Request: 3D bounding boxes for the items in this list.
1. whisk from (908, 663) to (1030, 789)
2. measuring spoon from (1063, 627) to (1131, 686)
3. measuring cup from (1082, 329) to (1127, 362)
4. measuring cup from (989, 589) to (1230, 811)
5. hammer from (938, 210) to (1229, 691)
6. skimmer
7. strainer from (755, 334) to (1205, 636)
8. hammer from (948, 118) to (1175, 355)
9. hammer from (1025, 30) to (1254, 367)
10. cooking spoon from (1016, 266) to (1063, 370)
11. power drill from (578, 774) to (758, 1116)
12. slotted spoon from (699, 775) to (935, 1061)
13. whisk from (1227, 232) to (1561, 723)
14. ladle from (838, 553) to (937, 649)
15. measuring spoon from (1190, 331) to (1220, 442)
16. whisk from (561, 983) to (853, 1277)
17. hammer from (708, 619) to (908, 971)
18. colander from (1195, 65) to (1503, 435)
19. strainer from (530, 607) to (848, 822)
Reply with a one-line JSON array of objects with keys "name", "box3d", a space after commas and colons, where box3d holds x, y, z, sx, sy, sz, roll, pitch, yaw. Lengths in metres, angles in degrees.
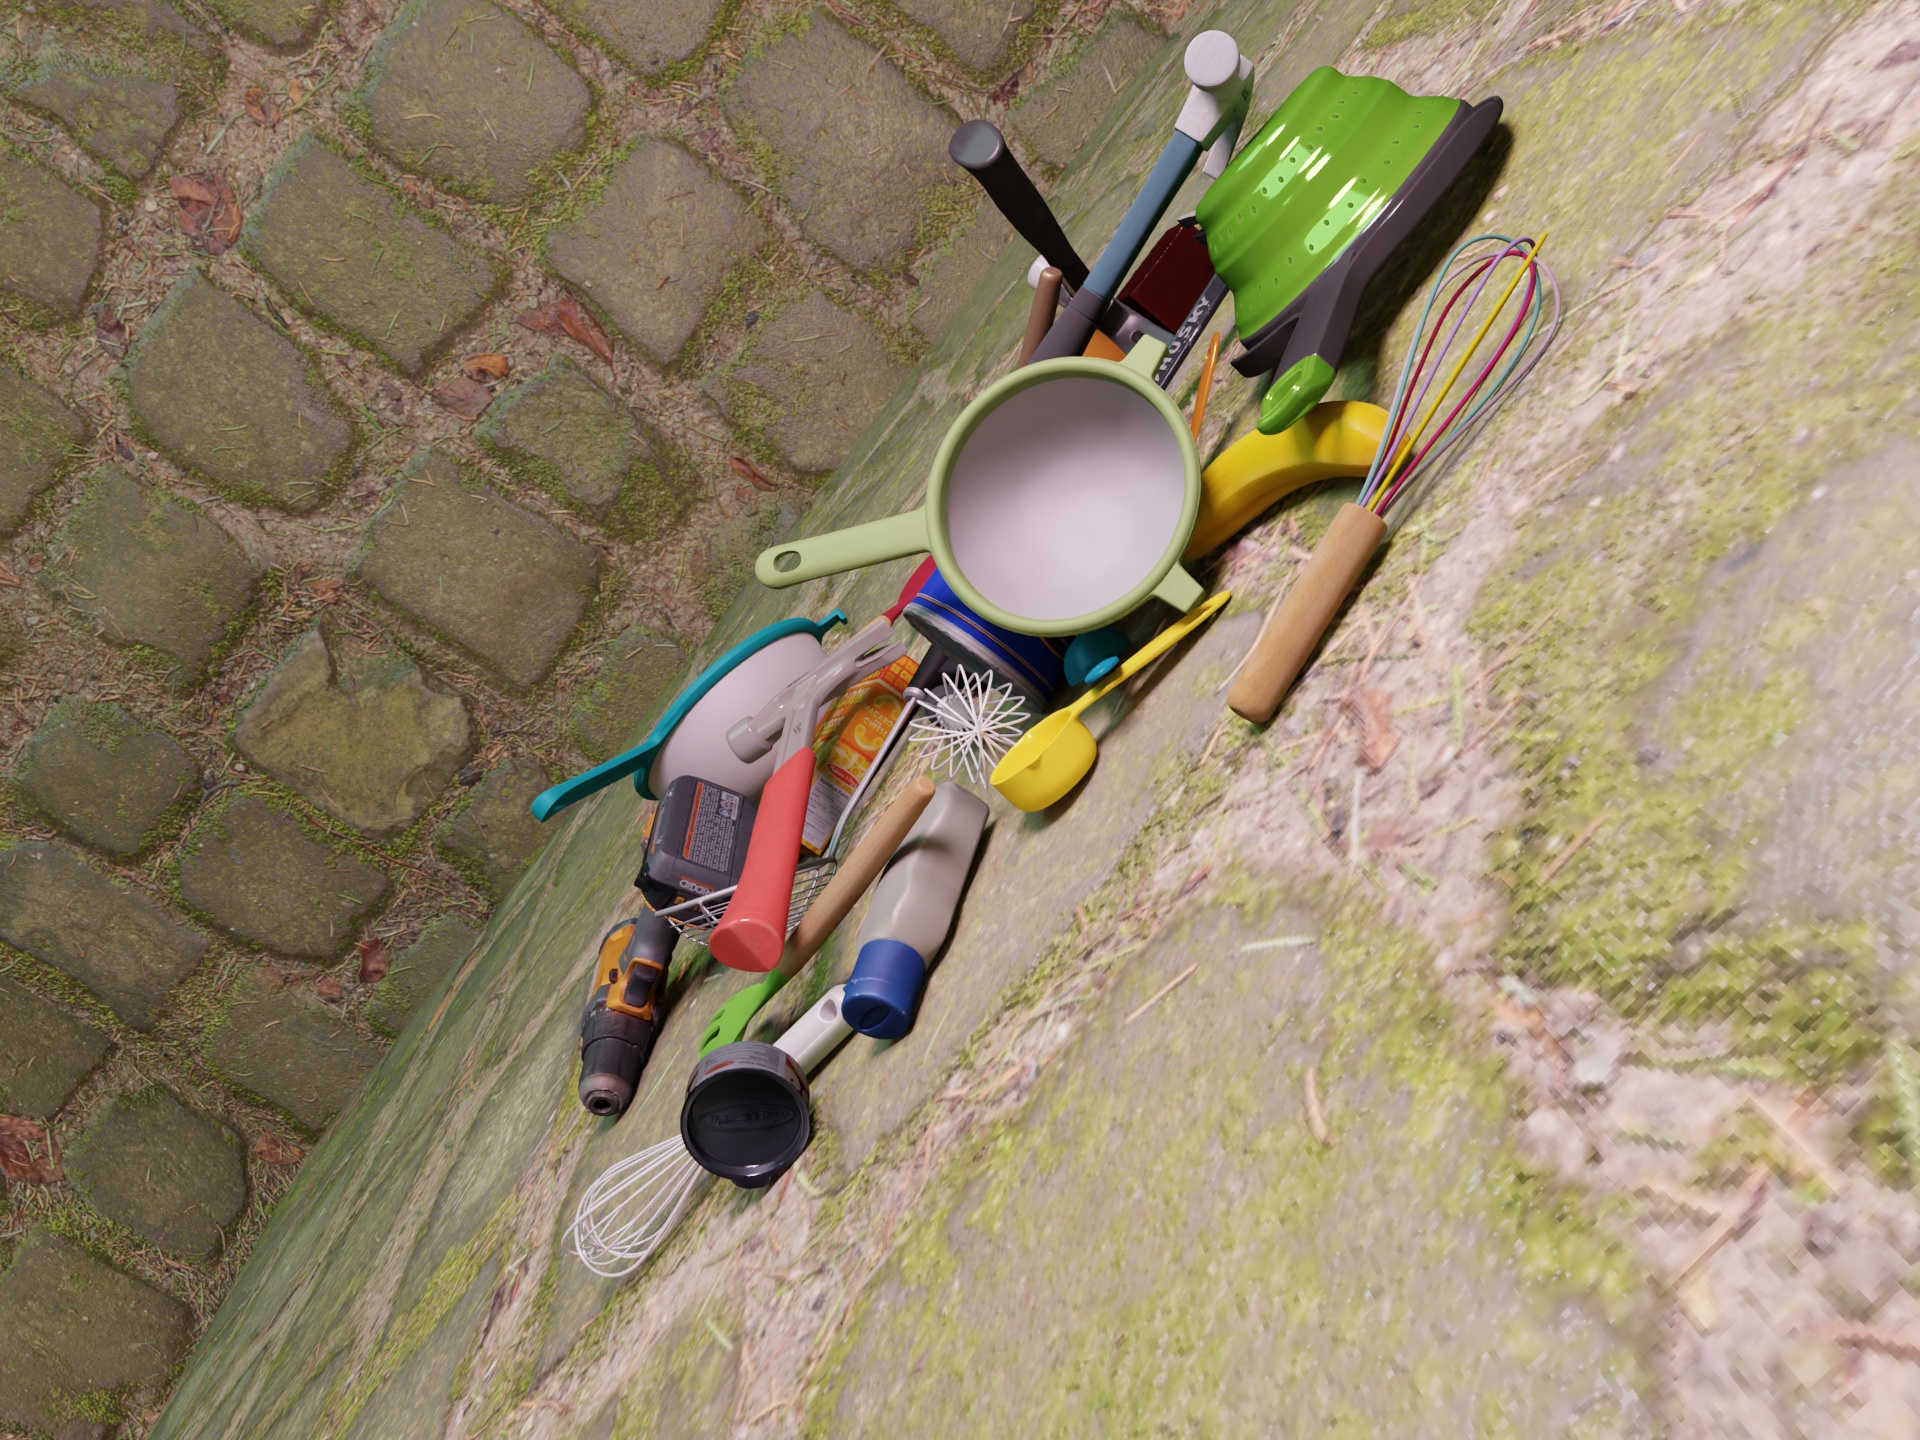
[{"name": "whisk", "box3d": [-0.002, -0.004, 0.974, 0.070, 0.070, 0.284, -53, 6, 0]}, {"name": "measuring spoon", "box3d": [0.069, -0.035, 0.841, 0.042, 0.021, 0.128, -37, 1, 6]}, {"name": "measuring cup", "box3d": [0.117, -0.257, 1.207, 0.052, 0.095, 0.174, -49, 32, -3]}, {"name": "measuring cup", "box3d": [0.083, -0.008, 0.815, 0.156, 0.029, 0.062, -39, 11, 8]}, {"name": "hammer", "box3d": [0.107, -0.195, 1.099, 0.409, 0.036, 0.149, -57, 31, -1]}, {"name": "skimmer", "box3d": [-0.085, 0.014, 1.148, 0.363, 0.090, 0.127, -59, 15, -23]}, {"name": "strainer", "box3d": [0.013, -0.103, 0.873, 0.256, 0.069, 0.151, -12, 76, 21]}, {"name": "hammer", "box3d": [0.068, -0.337, 1.130, 0.035, 0.146, 0.334, -52, -18, 8]}, {"name": "hammer", "box3d": [0.074, -0.244, 0.954, 0.331, 0.033, 0.128, -57, -8, 17]}, {"name": "cooking spoon", "box3d": [0.029, -0.161, 1.078, 0.069, 0.017, 0.318, -53, -17, -45]}, {"name": "power drill", "box3d": [-0.236, 0.178, 1.228, 0.226, 0.084, 0.186, -60, 17, 29]}, {"name": "slotted spoon", "box3d": [-0.090, 0.127, 0.920, 0.313, 0.031, 0.070, -53, 10, 40]}, {"name": "whisk", "box3d": [0.183, -0.106, 0.675, 0.245, 0.051, 0.047, -57, 20, -4]}, {"name": "ladle", "box3d": [-0.075, -0.072, 1.325, 0.069, 0.031, 0.315, -34, 9, 37]}, {"name": "measuring spoon", "box3d": [0.137, -0.177, 0.959, 0.021, 0.011, 0.117, -118, 41, -82]}, {"name": "whisk", "box3d": [-0.139, 0.231, 0.899, 0.246, 0.059, 0.058, -45, 54, 16]}, {"name": "hammer", "box3d": [-0.105, 0.045, 1.017, 0.149, 0.036, 0.359, -34, 20, 13]}, {"name": "colander", "box3d": [0.179, -0.262, 0.855, 0.204, 0.094, 0.397, -44, 9, 37]}, {"name": "strainer", "box3d": [-0.203, 0.038, 1.311, 0.340, 0.095, 0.211, -31, -19, -54]}]
